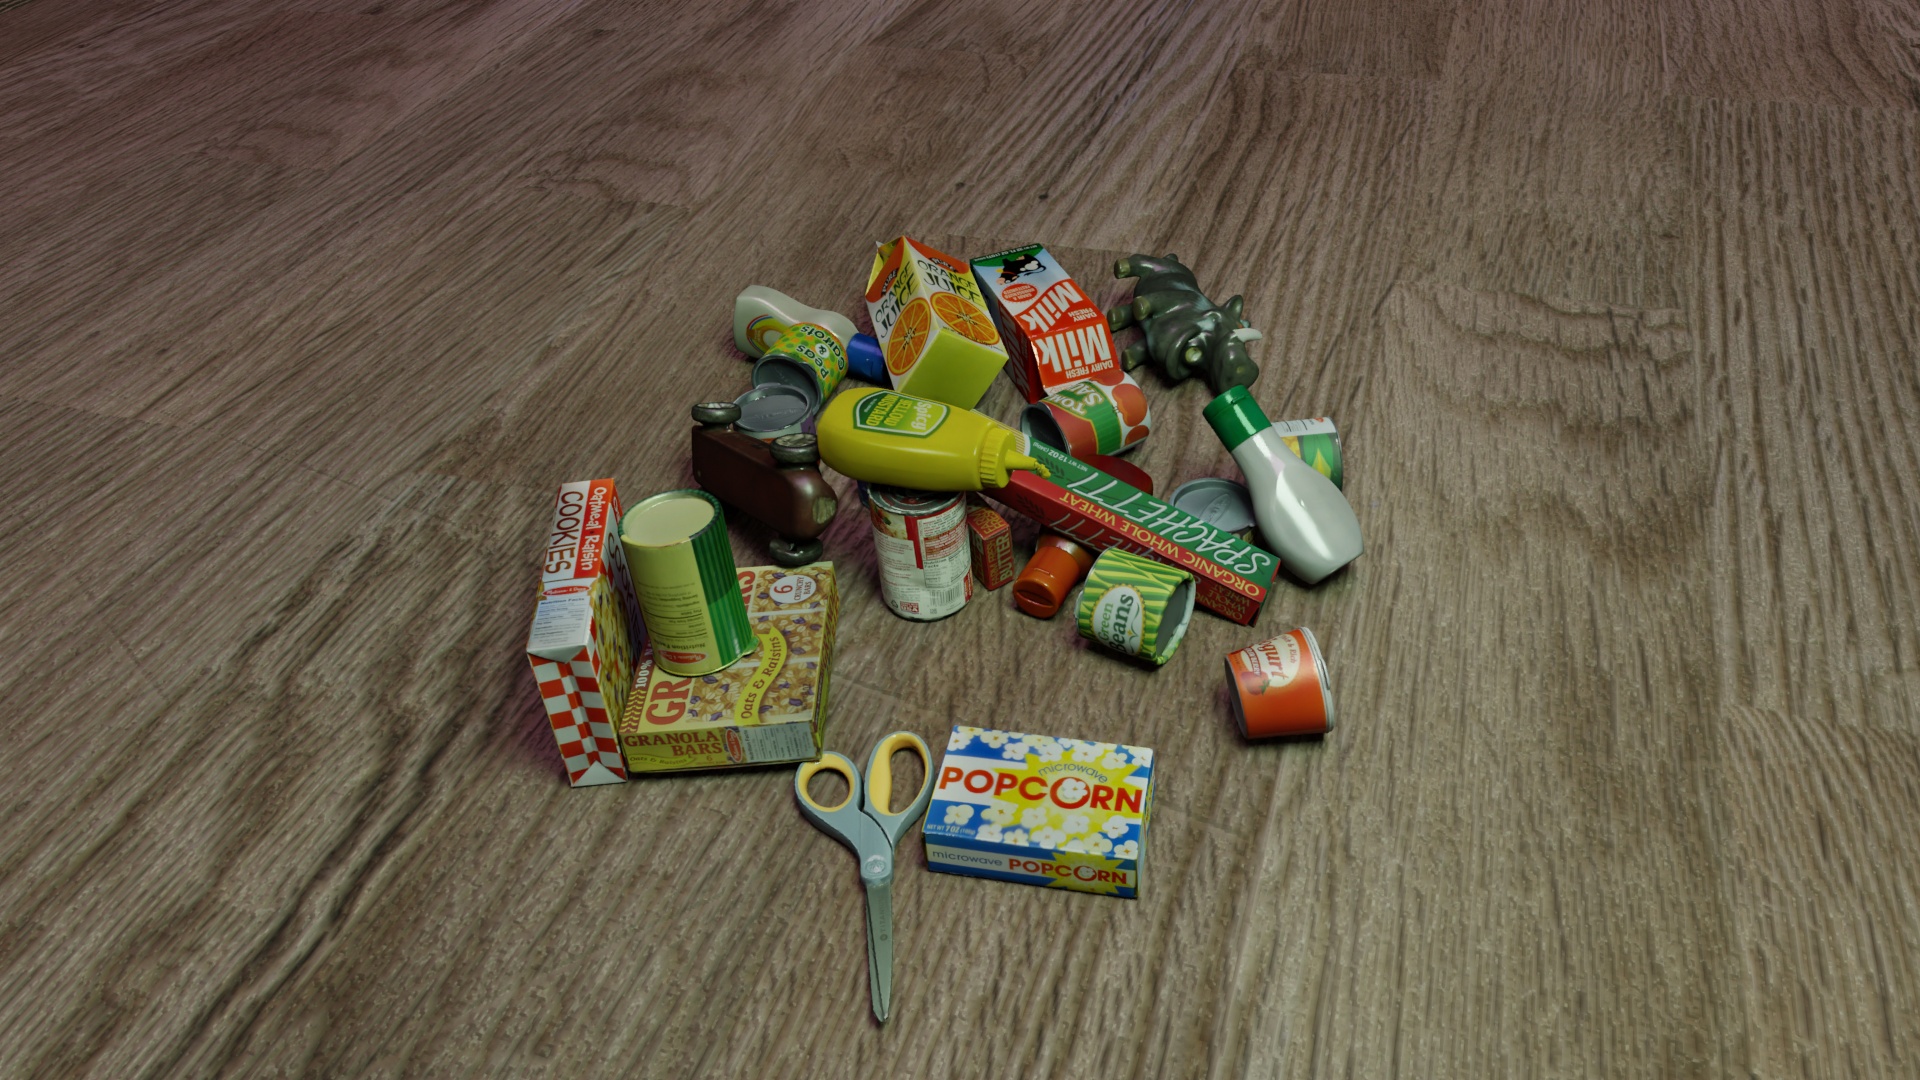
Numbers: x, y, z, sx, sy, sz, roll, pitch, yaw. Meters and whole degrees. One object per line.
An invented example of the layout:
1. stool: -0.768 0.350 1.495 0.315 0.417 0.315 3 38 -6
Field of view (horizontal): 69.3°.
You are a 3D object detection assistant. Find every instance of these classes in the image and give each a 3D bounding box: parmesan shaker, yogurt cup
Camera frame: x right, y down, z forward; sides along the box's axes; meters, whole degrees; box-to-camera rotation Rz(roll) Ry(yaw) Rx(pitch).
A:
1. parmesan shaker: -0.172 0.026 0.886 0.071 0.102 0.072 -4 35 3
2. yogurt cup: 0.198 0.092 0.871 0.054 0.072 0.073 -13 39 3

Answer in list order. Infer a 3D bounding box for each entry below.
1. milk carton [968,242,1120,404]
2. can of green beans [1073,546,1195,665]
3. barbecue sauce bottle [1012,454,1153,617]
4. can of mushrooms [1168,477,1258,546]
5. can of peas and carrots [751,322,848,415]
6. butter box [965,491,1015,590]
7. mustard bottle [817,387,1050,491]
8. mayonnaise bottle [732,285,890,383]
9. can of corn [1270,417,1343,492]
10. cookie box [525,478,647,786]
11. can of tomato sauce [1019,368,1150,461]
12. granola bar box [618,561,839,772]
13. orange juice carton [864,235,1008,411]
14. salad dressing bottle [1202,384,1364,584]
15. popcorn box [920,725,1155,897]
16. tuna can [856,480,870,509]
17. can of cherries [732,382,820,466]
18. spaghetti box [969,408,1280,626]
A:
1. milk carton: 0.073 -0.181 1.210 0.072 0.073 0.191 -16 41 -13
2. can of green beans: 0.119 0.044 0.935 0.058 0.071 0.071 20 45 26
3. barbecue sauce bottle: 0.086 -0.004 1.015 0.065 0.043 0.149 21 46 19
4. can of mushrooms: 0.189 -0.013 1.024 0.071 0.033 0.071 -3 38 2
5. can of peas and carrots: -0.136 -0.147 1.193 0.071 0.070 0.059 10 41 18
6. butter box: 0.004 -0.013 1.027 0.024 0.052 0.104 -24 43 -19
7. mustard bottle: -0.015 -0.063 0.930 0.160 0.048 0.066 11 43 19
8. mayonnaise bottle: -0.130 -0.179 1.238 0.148 0.064 0.041 19 40 13
9. can of corn: 0.251 -0.055 1.046 0.058 0.070 0.071 -5 39 1
10. cookie box: -0.242 0.057 0.911 0.040 0.122 0.168 -6 39 -2
11. can of tomato sauce: 0.099 -0.094 1.103 0.083 0.070 0.071 -26 43 -24
12. granola bar box: -0.149 0.081 0.929 0.124 0.038 0.166 -4 35 3
13. orange juice carton: -0.027 -0.198 1.211 0.072 0.072 0.193 17 35 -30
14. salad dressing bottle: 0.227 -0.041 0.988 0.064 0.044 0.148 -28 79 -16
15. popcorn box: 0.048 0.159 0.823 0.127 0.038 0.085 5 40 12
16. tuna can: -0.051 -0.055 1.100 0.071 0.032 0.071 -3 40 2
17. can of cherries: -0.149 -0.086 1.129 0.071 0.058 0.072 -4 39 3
18. spaghetti box: 0.104 -0.018 0.981 0.250 0.028 0.050 27 49 8
